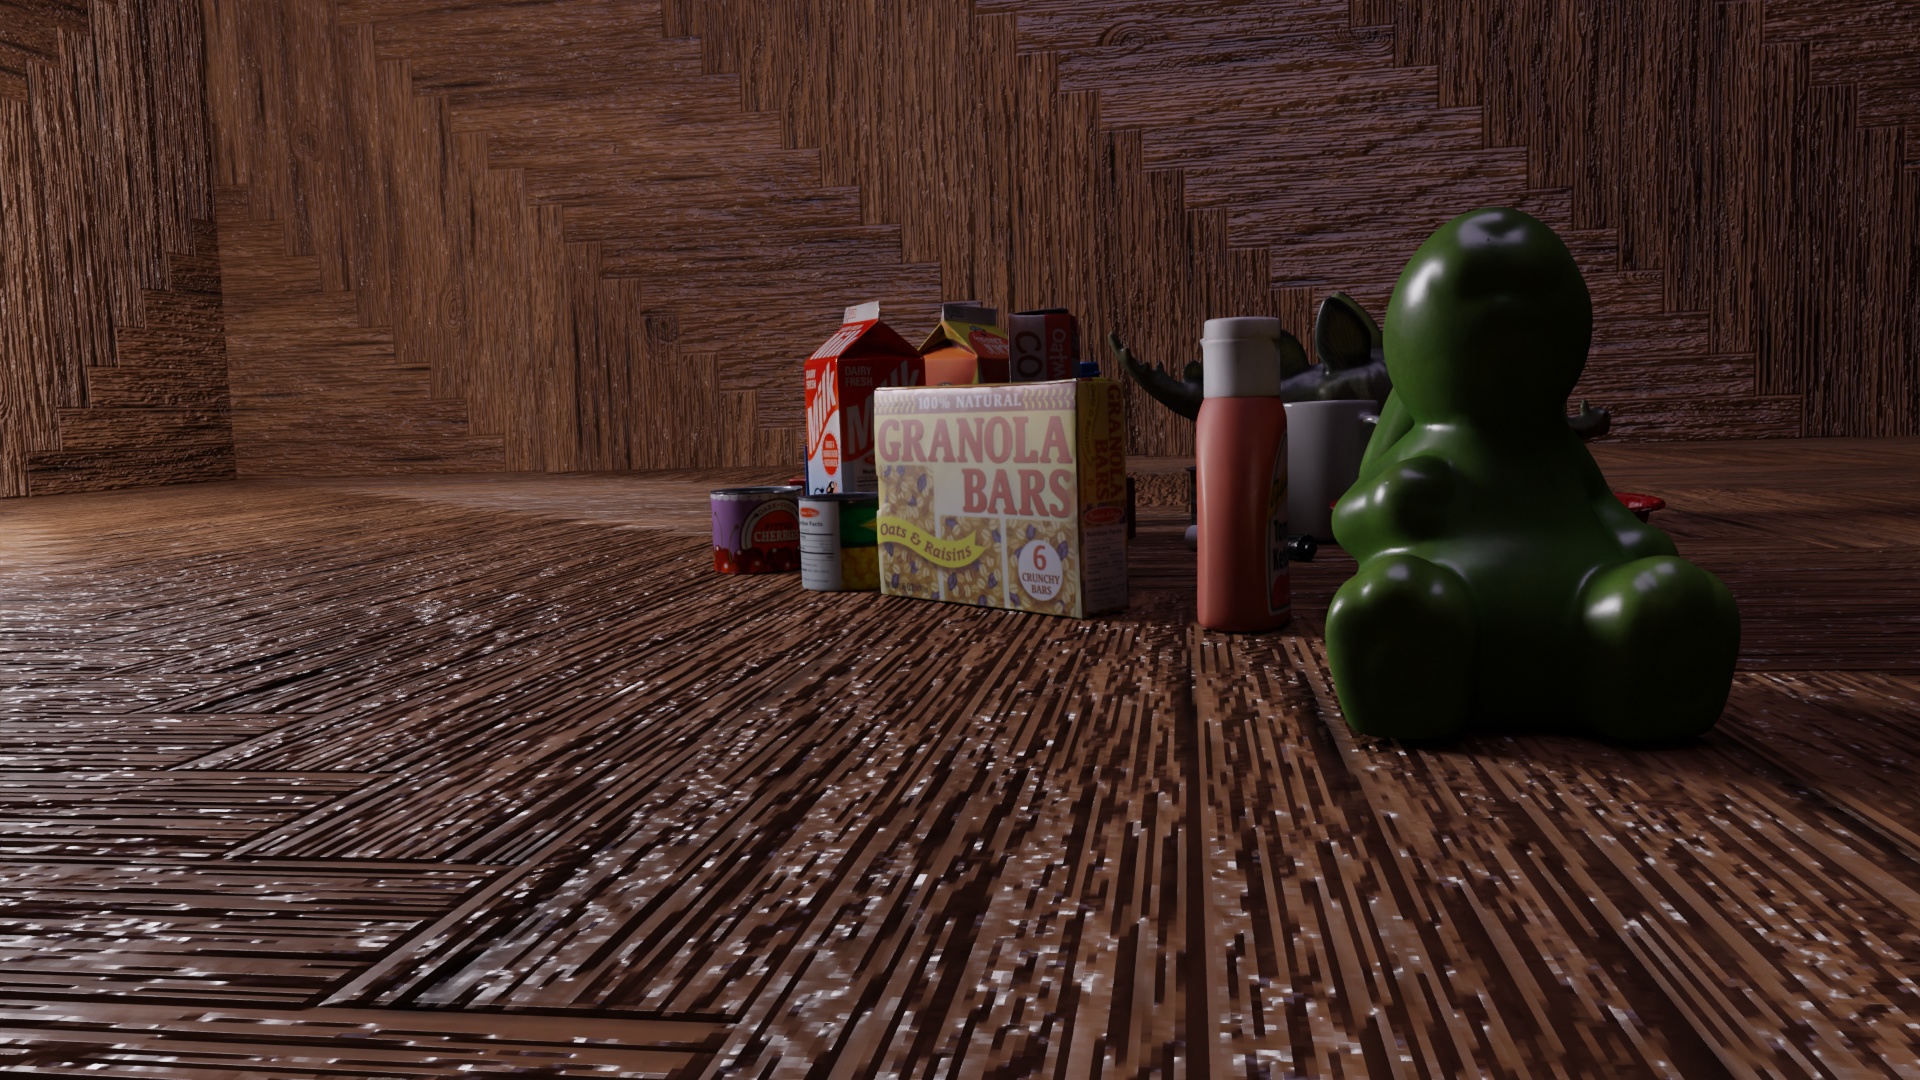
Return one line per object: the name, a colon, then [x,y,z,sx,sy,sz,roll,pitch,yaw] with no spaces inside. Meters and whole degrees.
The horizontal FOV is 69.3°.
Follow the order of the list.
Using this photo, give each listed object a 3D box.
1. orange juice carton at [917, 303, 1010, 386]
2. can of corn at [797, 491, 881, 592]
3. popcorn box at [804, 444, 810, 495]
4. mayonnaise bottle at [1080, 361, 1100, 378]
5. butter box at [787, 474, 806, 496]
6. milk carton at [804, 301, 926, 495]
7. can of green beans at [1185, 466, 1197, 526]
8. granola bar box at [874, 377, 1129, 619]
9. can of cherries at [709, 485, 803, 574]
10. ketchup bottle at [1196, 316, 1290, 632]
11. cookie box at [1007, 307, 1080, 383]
orange juice carton: [0.011,-0.093,1.121,0.073,0.192,0.072,2,6,40]
can of corn: [-0.067,0.000,0.881,0.071,0.058,0.071,-2,5,0]
popcorn box: [-0.067,-0.042,1.176,0.127,0.085,0.038,-2,5,-6]
mayonnaise bottle: [0.109,-0.087,1.261,0.041,0.148,0.065,1,6,29]
butter box: [-0.143,-0.032,1.272,0.024,0.053,0.103,-2,5,-2]
milk carton: [-0.071,-0.082,1.047,0.073,0.190,0.072,-4,5,-26]
can of green beans: [0.216,-0.030,1.104,0.071,0.057,0.071,-2,5,0]
granola bar box: [0.018,-0.026,0.774,0.039,0.124,0.165,-6,7,-42]
can of cherries: [-0.143,-0.008,0.988,0.071,0.058,0.071,-2,5,0]
ketchup bottle: [0.137,-0.033,0.674,0.043,0.148,0.065,0,5,22]
cookie box: [0.057,-0.059,0.880,0.040,0.167,0.123,-1,5,7]
